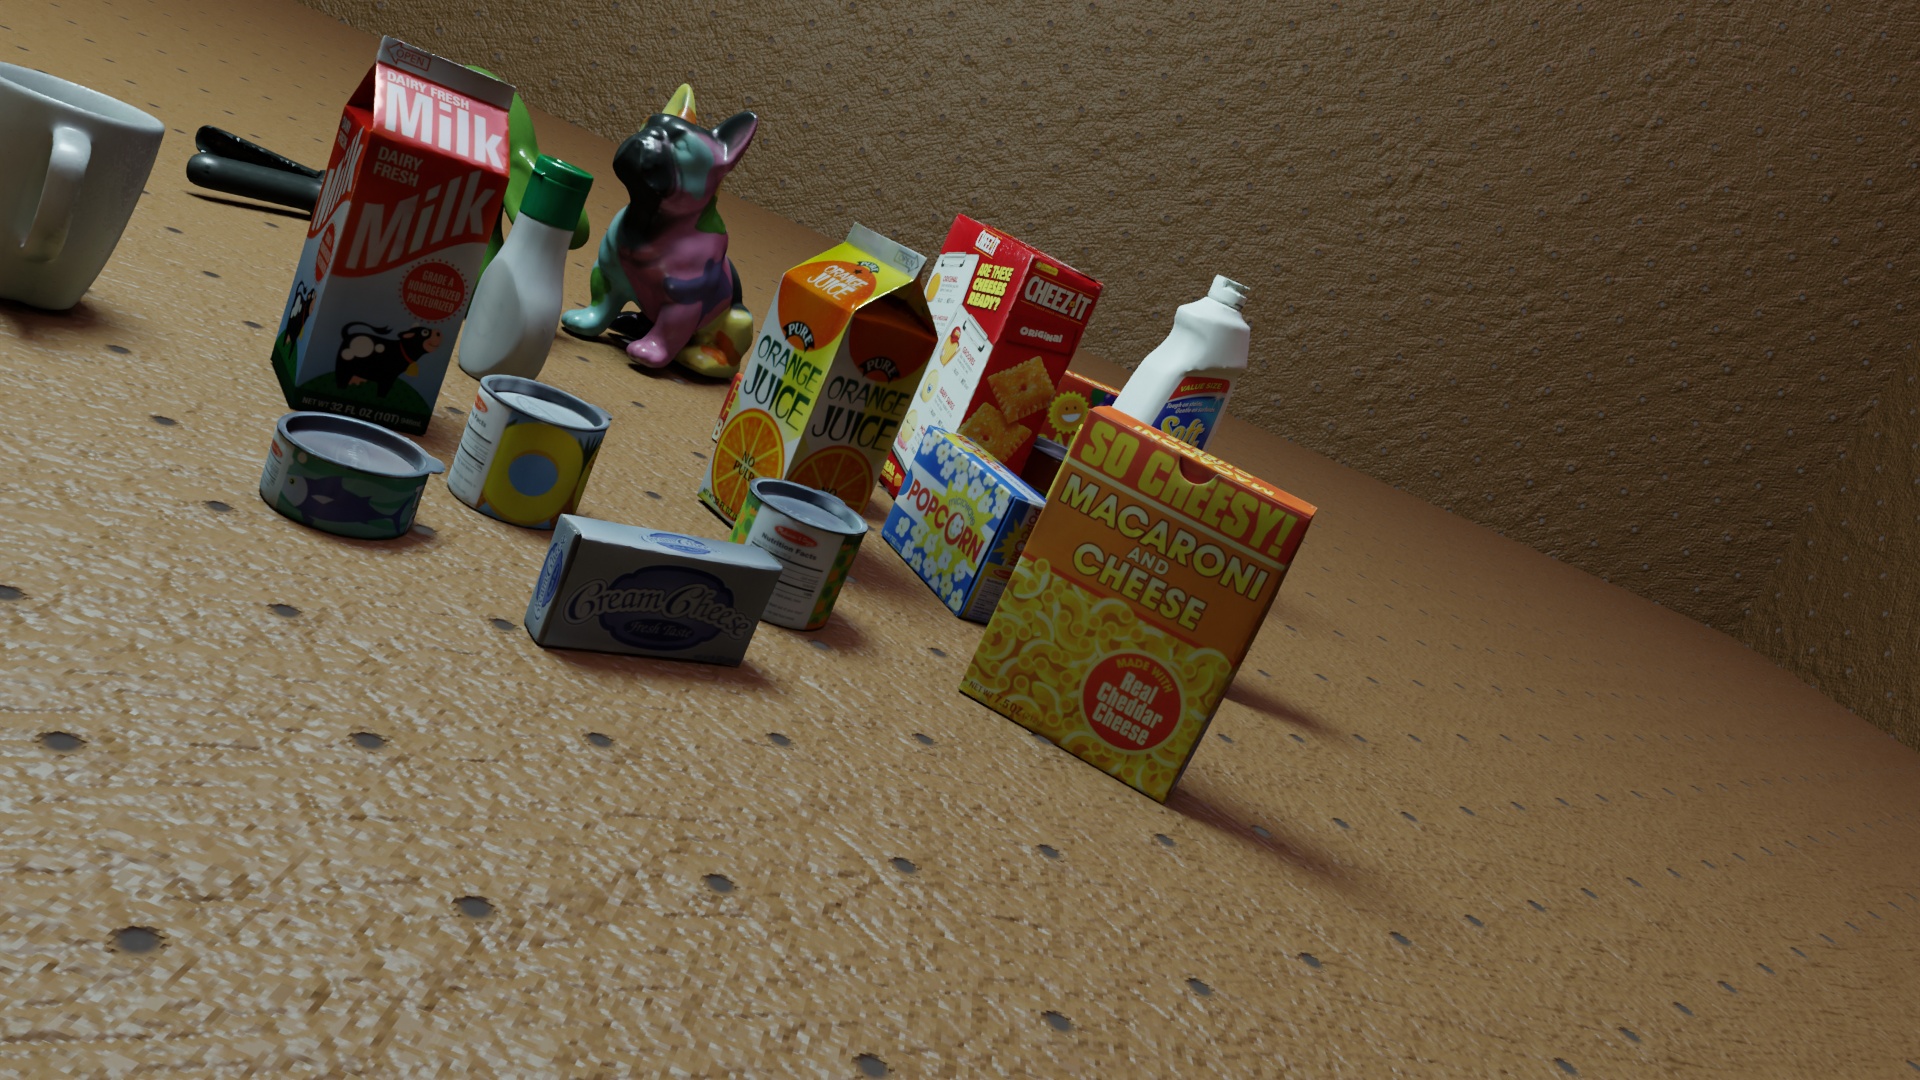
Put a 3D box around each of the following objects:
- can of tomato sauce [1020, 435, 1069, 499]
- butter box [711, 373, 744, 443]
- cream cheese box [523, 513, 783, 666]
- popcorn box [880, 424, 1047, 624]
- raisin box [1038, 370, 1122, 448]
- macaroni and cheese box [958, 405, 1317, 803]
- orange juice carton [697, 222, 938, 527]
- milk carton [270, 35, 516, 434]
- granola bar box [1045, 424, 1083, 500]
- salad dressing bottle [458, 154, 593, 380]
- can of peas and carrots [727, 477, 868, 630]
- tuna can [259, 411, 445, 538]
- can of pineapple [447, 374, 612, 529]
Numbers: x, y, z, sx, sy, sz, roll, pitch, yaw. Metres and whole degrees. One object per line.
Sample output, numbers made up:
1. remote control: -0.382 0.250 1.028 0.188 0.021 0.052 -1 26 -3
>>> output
1. can of tomato sauce: 0.060 -0.031 1.068 0.071 0.083 0.071 23 14 -6
2. butter box: -0.134 -0.073 0.964 0.024 0.053 0.104 12 18 -42
3. cream cheese box: -0.133 0.024 0.610 0.104 0.053 0.024 12 18 -41
4. popcorn box: 0.003 -0.011 0.897 0.038 0.085 0.127 15 16 -33
5. raisin box: 0.095 -0.085 1.237 0.086 0.123 0.040 20 14 -19
6. macaroni and cheese box: 0.090 0.032 0.714 0.124 0.166 0.040 28 14 14
7. orange juice carton: -0.079 -0.091 0.832 0.073 0.192 0.072 9 20 -47
8. milk carton: -0.297 -0.161 0.734 0.072 0.190 0.073 13 17 -39
9. granola bar box: 0.129 0.012 0.937 0.165 0.124 0.039 25 13 4
10. salad dressing bottle: -0.278 -0.173 0.896 0.064 0.147 0.044 33 16 31
11. can of peas and carrots: -0.090 0.006 0.735 0.071 0.058 0.071 23 14 -6
12. tuna can: -0.270 -0.028 0.618 0.071 0.032 0.071 23 14 -6
13. can of pineapple: -0.219 -0.045 0.710 0.071 0.057 0.071 23 14 -6
